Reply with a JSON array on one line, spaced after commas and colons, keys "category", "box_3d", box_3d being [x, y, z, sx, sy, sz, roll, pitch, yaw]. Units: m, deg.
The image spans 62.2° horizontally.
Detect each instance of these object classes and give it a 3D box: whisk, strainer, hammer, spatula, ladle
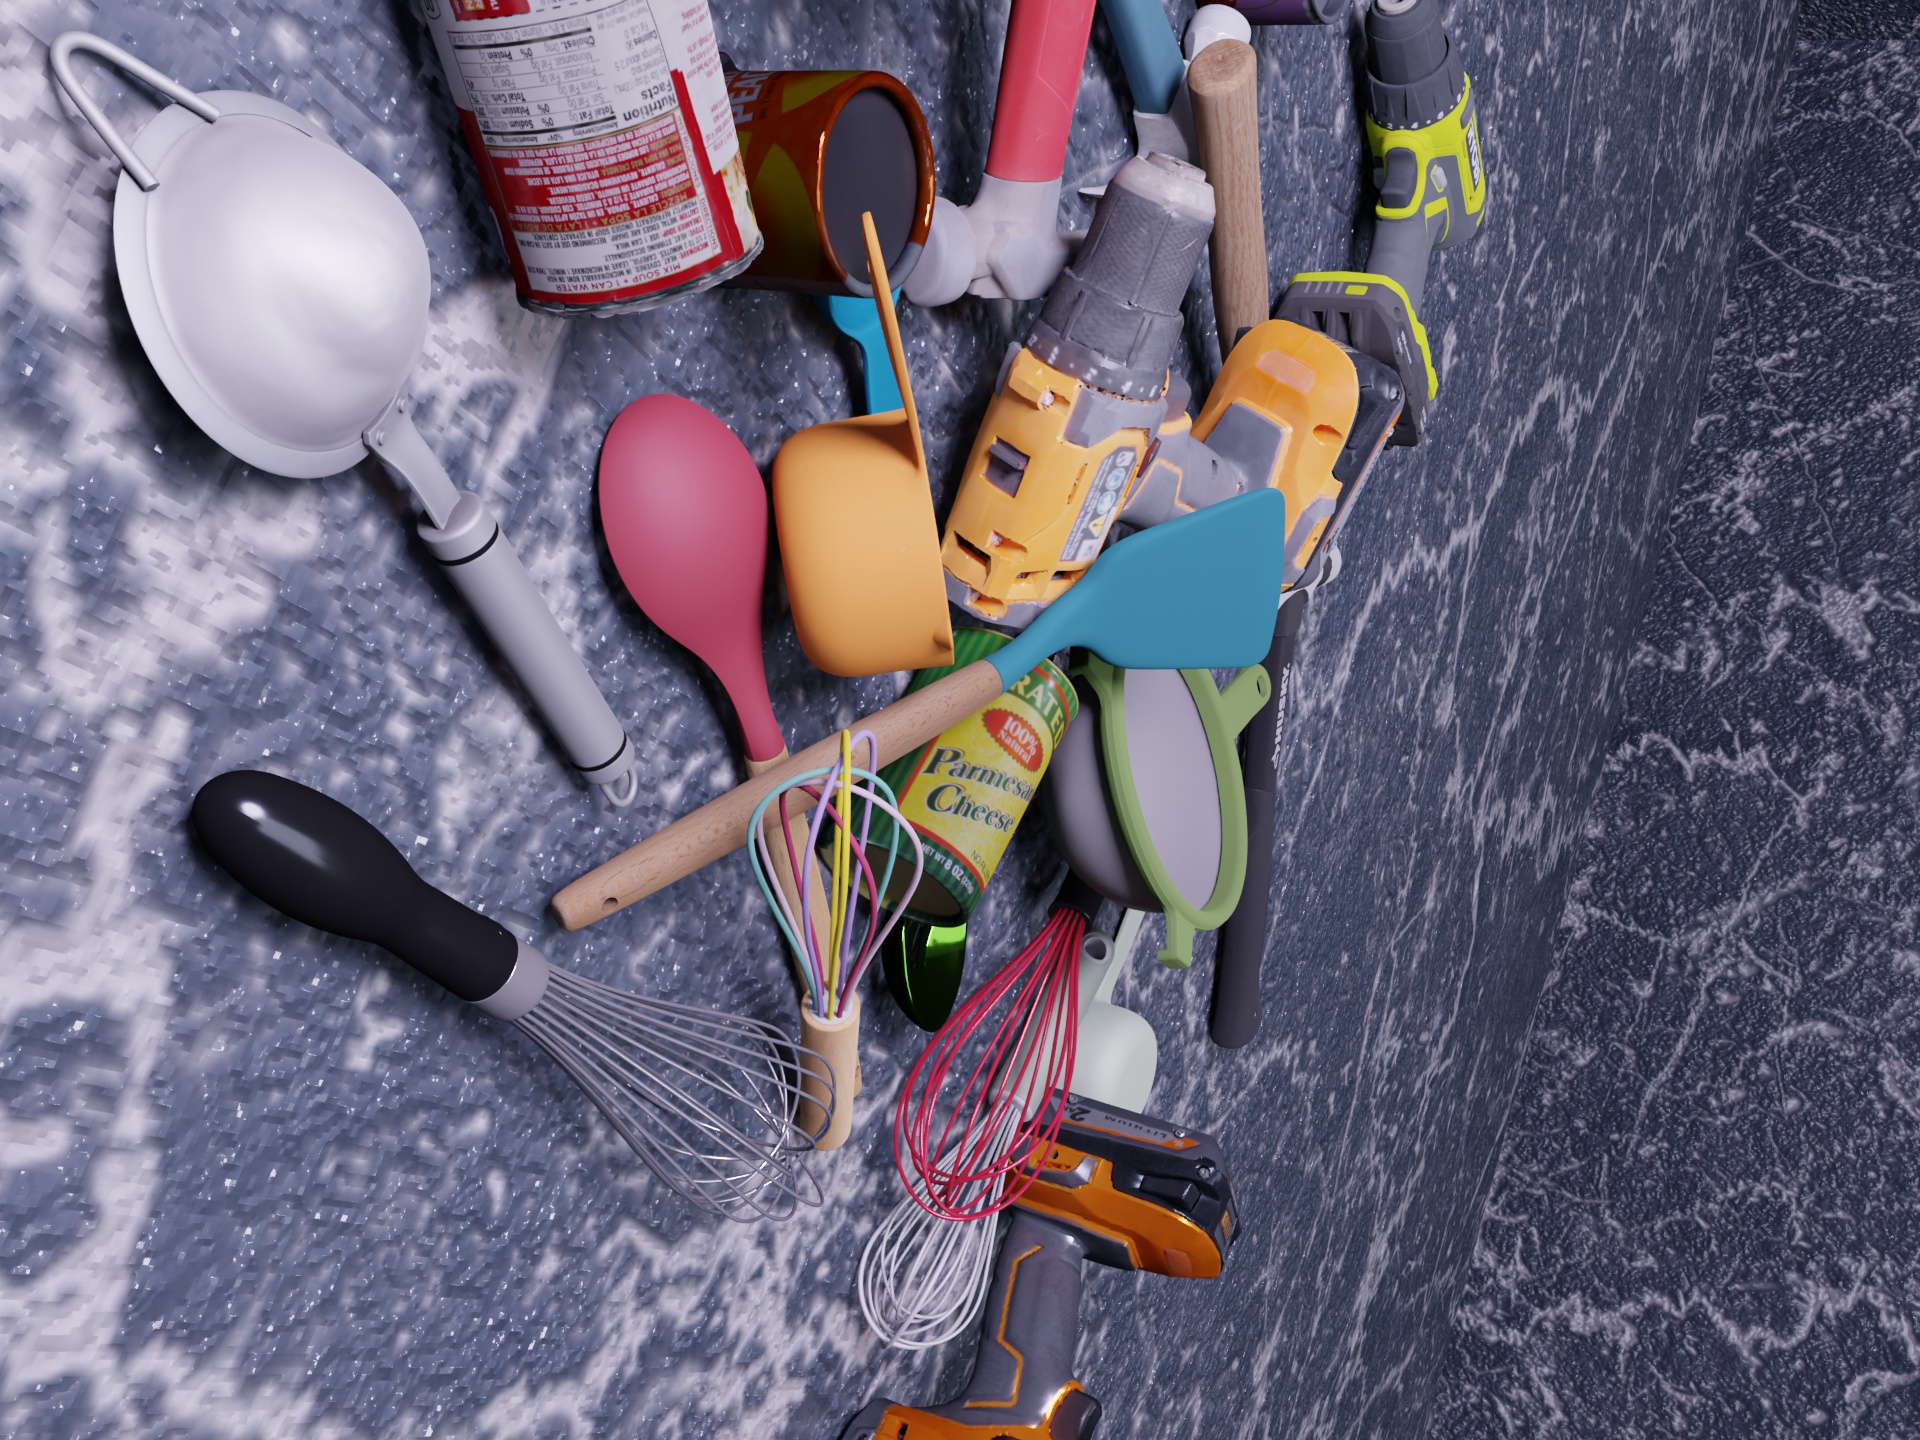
[{"category": "whisk", "box_3d": [0.046, 0.111, 0.768, 0.296, 0.073, 0.073, -59, 147, -38]}, {"category": "strainer", "box_3d": [-0.131, -0.057, 0.410, 0.258, 0.050, 0.087, 71, 28, -49]}, {"category": "whisk", "box_3d": [0.021, 0.195, 0.776, 0.246, 0.058, 0.059, -56, 179, -38]}, {"category": "hammer", "box_3d": [0.145, -0.195, 0.807, 0.331, 0.031, 0.130, 68, 41, -56]}, {"category": "hammer", "box_3d": [0.049, -0.320, 0.606, 0.330, 0.033, 0.128, 43, 64, -61]}, {"category": "whisk", "box_3d": [-0.046, 0.092, 0.557, 0.051, 0.047, 0.244, -22, 145, -24]}, {"category": "strainer", "box_3d": [0.098, 0.015, 0.797, 0.256, 0.069, 0.151, -33, 107, -62]}, {"category": "whisk", "box_3d": [-0.118, 0.089, 0.478, 0.284, 0.070, 0.070, 51, 57, -48]}, {"category": "spatula", "box_3d": [-0.001, -0.002, 0.567, 0.317, 0.044, 0.082, -30, 134, -33]}, {"category": "hammer", "box_3d": [0.057, -0.331, 0.519, 0.143, 0.038, 0.386, -23, 135, -43]}, {"category": "ladle", "box_3d": [-0.067, 0.031, 0.570, 0.069, 0.031, 0.315, -49, 142, -41]}, {"category": "hammer", "box_3d": [0.188, 0.057, 1.016, 0.146, 0.035, 0.334, -26, 123, -55]}]

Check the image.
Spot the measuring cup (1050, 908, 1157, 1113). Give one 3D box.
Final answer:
[{"category": "measuring cup", "box_3d": [0.097, 0.155, 0.890, 0.083, 0.038, 0.168, 39, 70, -58]}]

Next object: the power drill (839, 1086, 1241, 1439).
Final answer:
[{"category": "power drill", "box_3d": [0.055, 0.301, 0.752, 0.227, 0.164, 0.084, -59, 146, -33]}]

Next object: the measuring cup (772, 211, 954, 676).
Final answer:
[{"category": "measuring cup", "box_3d": [-0.038, -0.083, 0.501, 0.173, 0.052, 0.095, 80, 0, -54]}]

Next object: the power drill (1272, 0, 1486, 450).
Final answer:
[{"category": "power drill", "box_3d": [0.256, -0.298, 0.953, 0.190, 0.080, 0.229, 47, 58, -56]}]

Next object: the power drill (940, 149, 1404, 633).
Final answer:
[{"category": "power drill", "box_3d": [0.098, -0.132, 0.667, 0.226, 0.084, 0.185, -9, 130, -48]}]

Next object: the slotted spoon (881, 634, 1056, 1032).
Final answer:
[{"category": "slotted spoon", "box_3d": [0.027, -0.013, 0.715, 0.314, 0.031, 0.070, -68, 151, -19]}]

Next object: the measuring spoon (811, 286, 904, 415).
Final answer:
[{"category": "measuring spoon", "box_3d": [-0.036, -0.126, 0.576, 0.042, 0.021, 0.128, -47, 149, -31]}]
